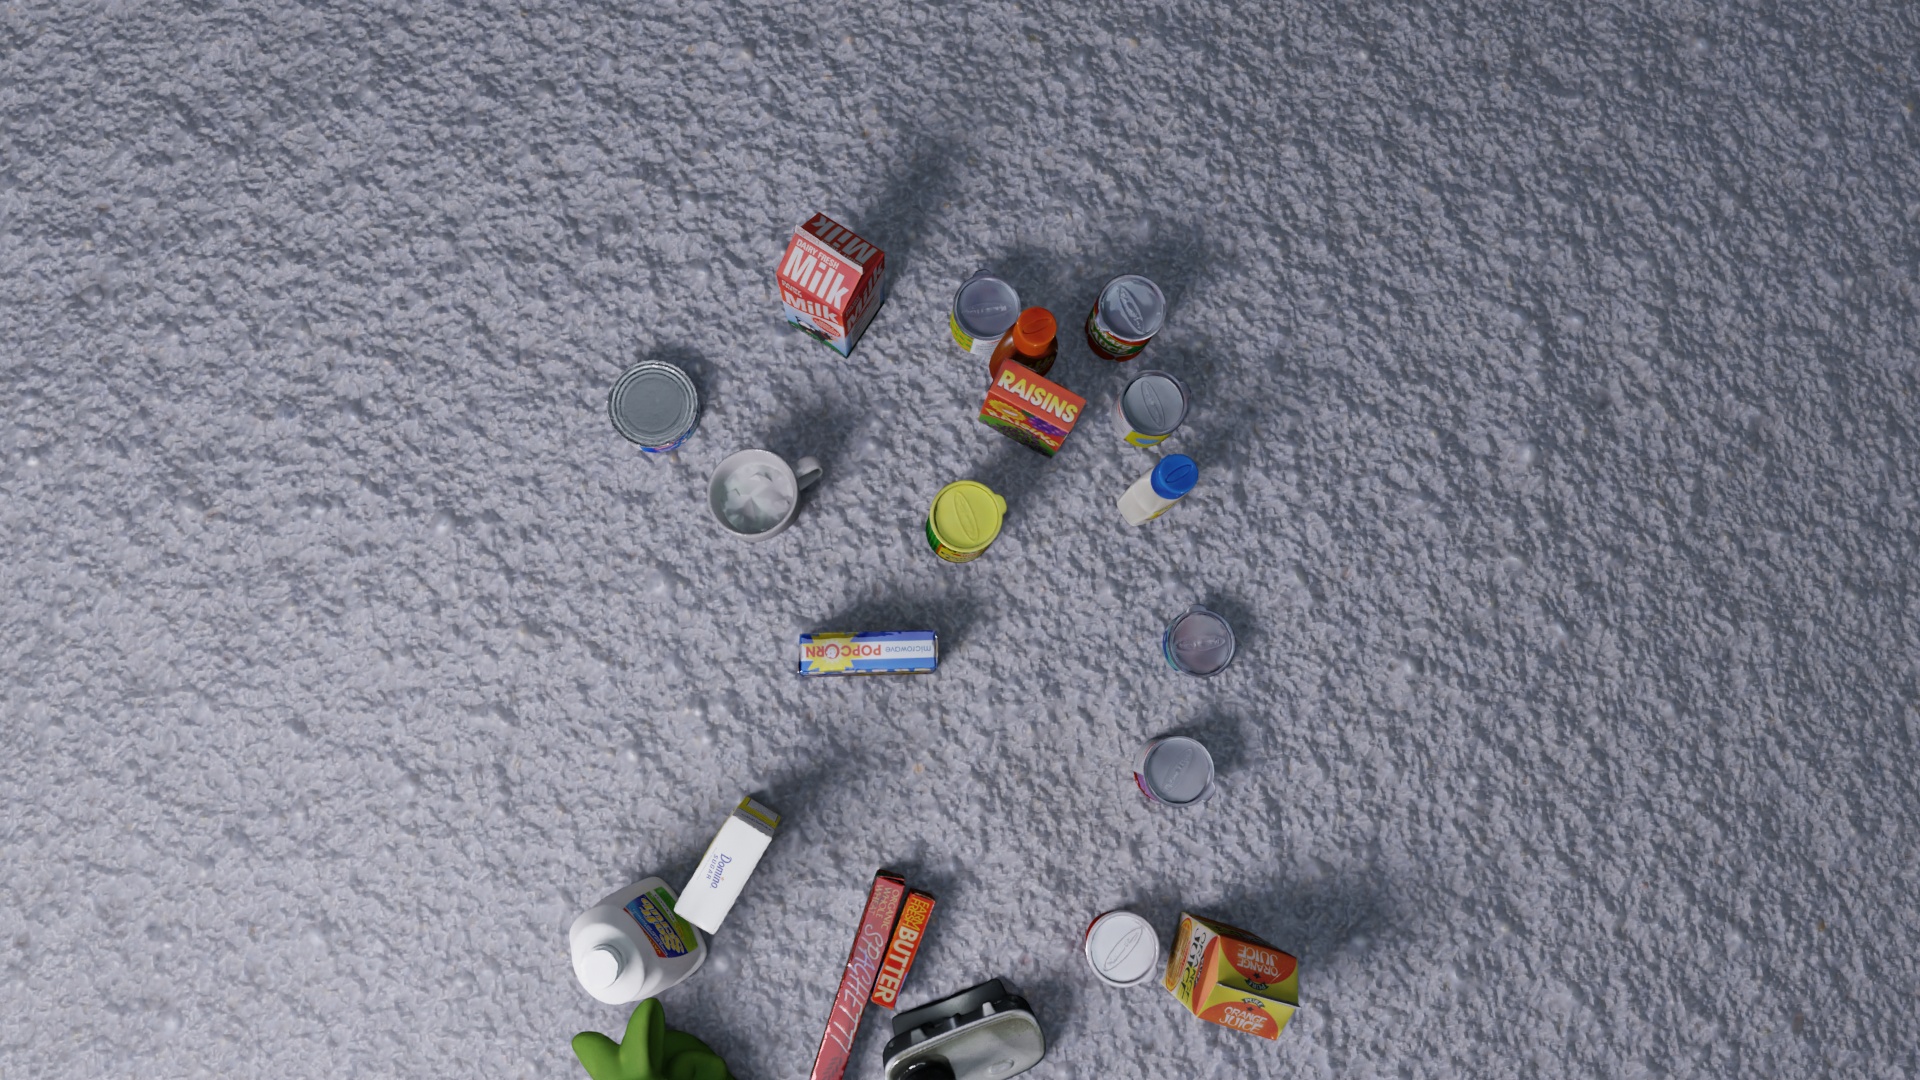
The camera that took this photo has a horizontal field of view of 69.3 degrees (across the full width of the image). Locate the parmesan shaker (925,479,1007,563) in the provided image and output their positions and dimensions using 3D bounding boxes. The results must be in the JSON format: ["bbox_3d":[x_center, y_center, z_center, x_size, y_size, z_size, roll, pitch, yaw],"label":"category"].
[{"bbox_3d":[0.005,-0.016,1.303,0.071,0.103,0.071,0,82,-4],"label":"parmesan shaker"}]

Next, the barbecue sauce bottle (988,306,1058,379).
[{"bbox_3d":[0.063,-0.182,1.308,0.065,0.148,0.043,-24,85,-6],"label":"barbecue sauce bottle"}]

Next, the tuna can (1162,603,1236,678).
[{"bbox_3d":[0.228,0.097,1.337,0.071,0.033,0.071,1,82,-4],"label":"tuna can"}]

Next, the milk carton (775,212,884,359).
[{"bbox_3d":[-0.118,-0.239,1.283,0.072,0.190,0.073,33,82,1],"label":"milk carton"}]

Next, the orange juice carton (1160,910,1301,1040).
[{"bbox_3d":[0.237,0.381,1.216,0.072,0.192,0.073,18,82,-1],"label":"orange juice carton"}]

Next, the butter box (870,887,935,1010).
[{"bbox_3d":[-0.053,0.371,1.269,0.024,0.053,0.103,22,81,0],"label":"butter box"}]

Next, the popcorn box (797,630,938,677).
[{"bbox_3d":[-0.085,0.106,1.289,0.127,0.085,0.038,-1,83,-4],"label":"popcorn box"}]

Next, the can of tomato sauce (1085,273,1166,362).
[{"bbox_3d":[0.158,-0.214,1.351,0.071,0.083,0.071,0,82,-4],"label":"can of tomato sauce"}]

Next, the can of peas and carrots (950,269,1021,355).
[{"bbox_3d":[0.023,-0.222,1.356,0.071,0.058,0.071,1,82,-4],"label":"can of peas and carrots"}]

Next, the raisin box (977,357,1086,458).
[{"bbox_3d":[0.066,-0.123,1.312,0.086,0.123,0.040,28,82,1],"label":"raisin box"}]

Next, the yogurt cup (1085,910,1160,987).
[{"bbox_3d":[0.146,0.373,1.281,0.072,0.054,0.072,1,82,-4],"label":"yogurt cup"}]

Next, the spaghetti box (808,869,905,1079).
[{"bbox_3d":[-0.101,0.423,1.260,0.029,0.050,0.250,18,81,-1],"label":"spaghetti box"}]

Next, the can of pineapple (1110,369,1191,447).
[{"bbox_3d":[0.185,-0.128,1.354,0.071,0.058,0.071,1,82,-4],"label":"can of pineapple"}]

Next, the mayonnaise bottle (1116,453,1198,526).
[{"bbox_3d":[0.188,-0.049,1.297,0.065,0.148,0.041,-32,85,-7],"label":"mayonnaise bottle"}]

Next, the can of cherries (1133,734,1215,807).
[{"bbox_3d":[0.201,0.218,1.305,0.071,0.058,0.071,1,82,-4],"label":"can of cherries"}]
